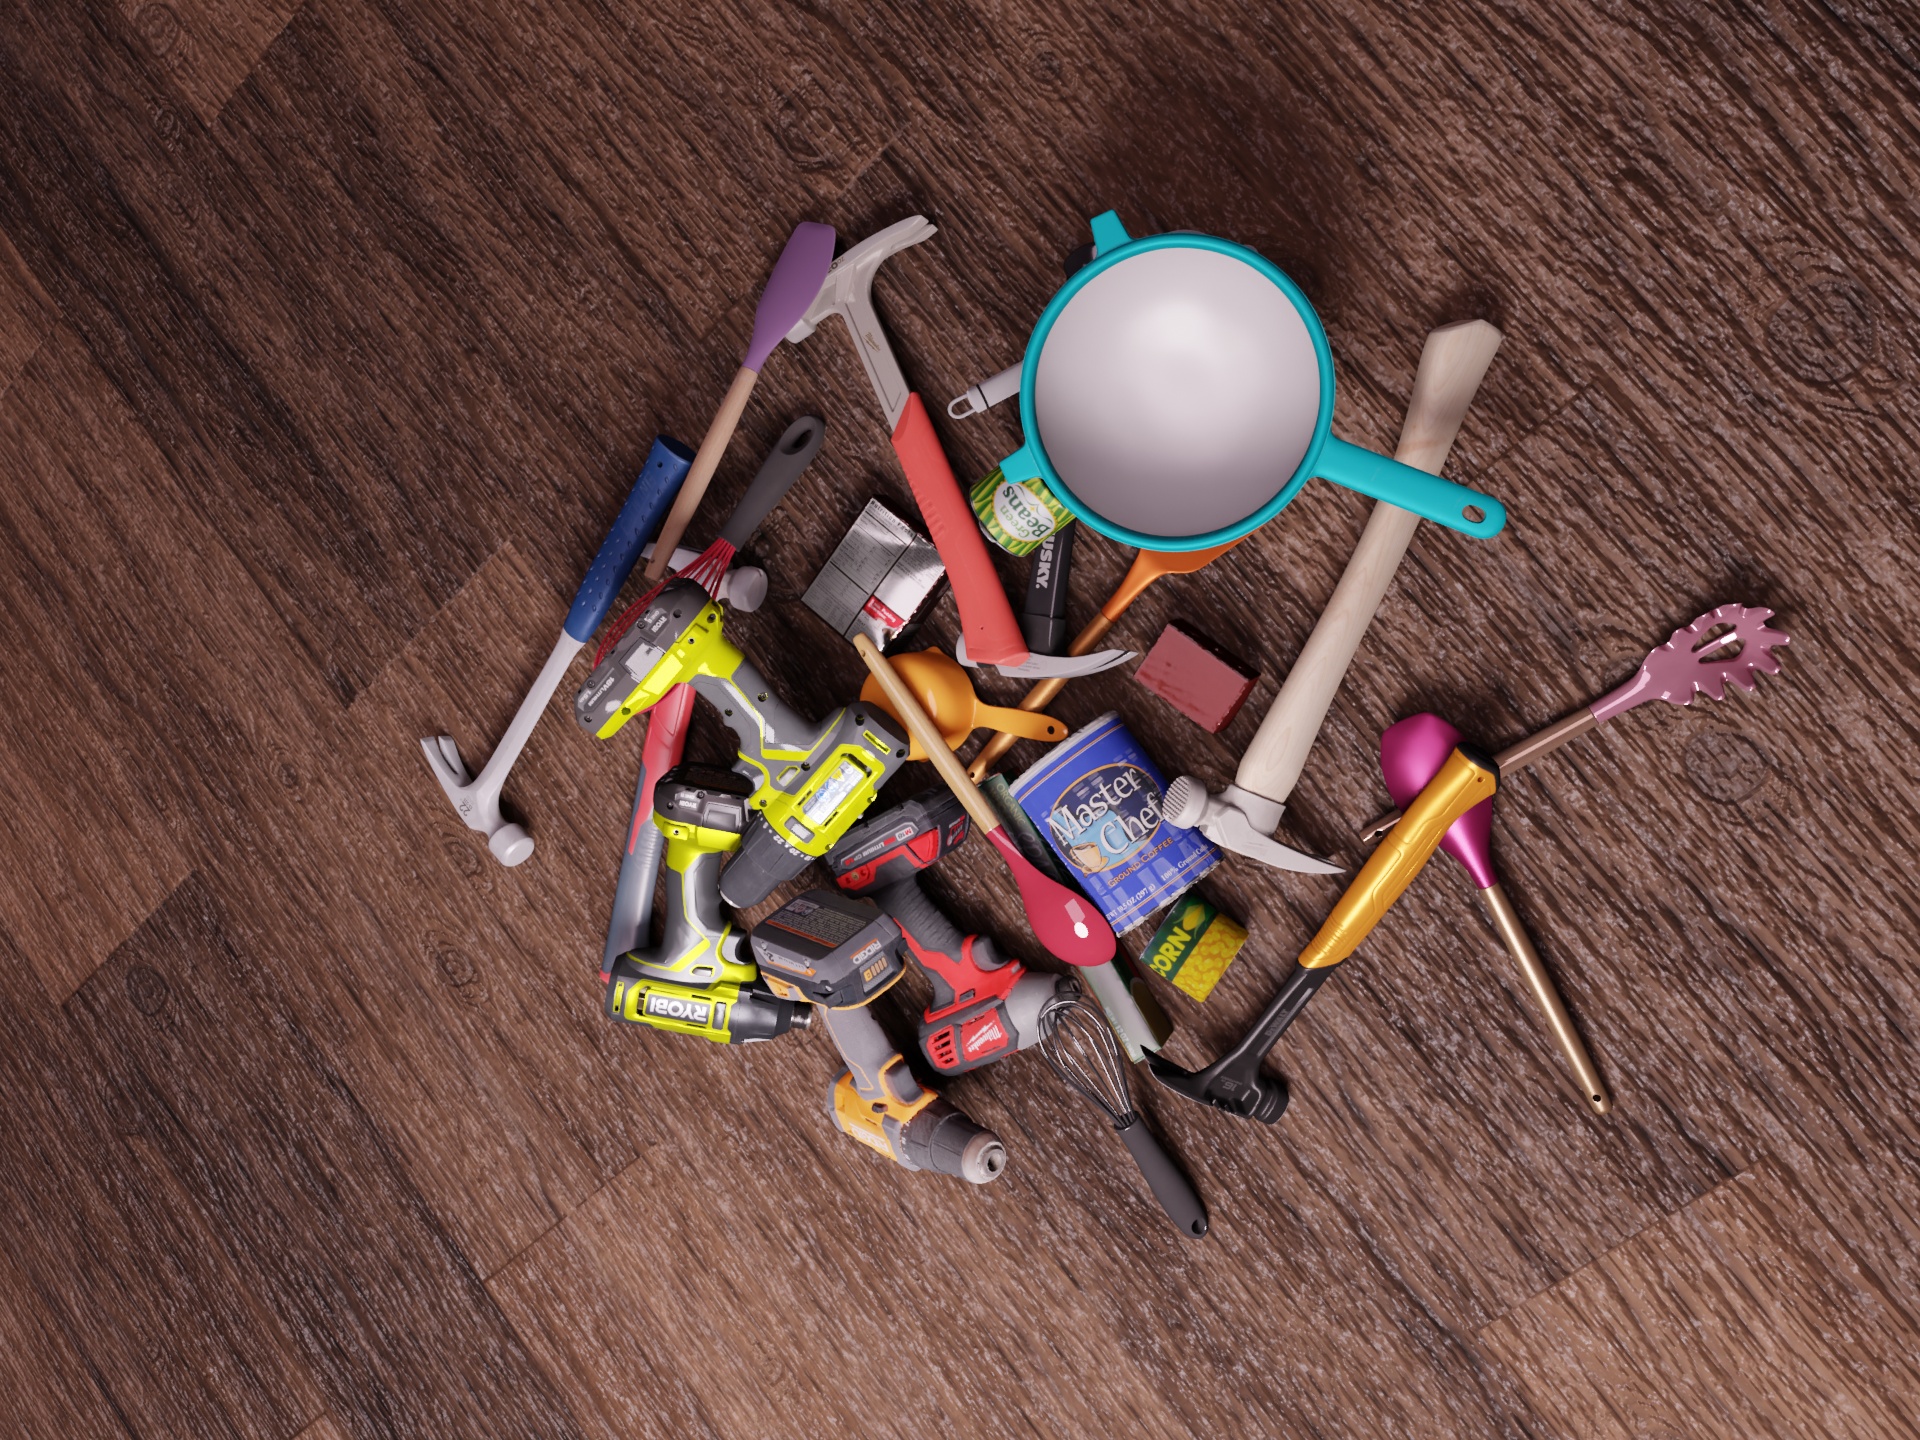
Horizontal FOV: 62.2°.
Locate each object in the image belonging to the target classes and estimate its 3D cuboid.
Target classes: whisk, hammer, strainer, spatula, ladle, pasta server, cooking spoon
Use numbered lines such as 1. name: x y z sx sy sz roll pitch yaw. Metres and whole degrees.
1. whisk: 0.131 0.309 1.231 0.055 0.055 0.239 -27 105 20
2. hammer: 0.085 -0.195 1.210 0.146 0.035 0.335 11 95 35
3. strainer: 0.211 -0.204 1.104 0.340 0.095 0.211 22 107 4
4. strainer: 0.107 -0.283 1.161 0.258 0.050 0.087 -27 100 3
5. whisk: -0.200 -0.128 1.285 0.073 0.073 0.296 34 84 13
6. hammer: -0.338 -0.069 1.357 0.144 0.035 0.405 43 113 20
7. spatula: 0.103 -0.064 1.240 0.081 0.041 0.322 44 112 11
8. hammer: 0.293 -0.088 1.145 0.146 0.038 0.410 22 97 -18
9. hammer: 0.268 0.152 1.149 0.127 0.034 0.336 24 111 -24
10. hammer: -0.273 0.040 1.375 0.143 0.038 0.386 17 101 18
11. ladle: 0.011 0.061 1.216 0.315 0.031 0.069 54 138 7
12. pasta server: 0.423 0.011 1.124 0.316 0.040 0.060 -32 93 21
13. spatula: -0.177 -0.254 1.262 0.060 0.018 0.316 23 86 36
14. cooking spoon: 0.392 0.141 1.145 0.069 0.017 0.319 -27 91 24
15. hammer: -0.021 -0.208 1.232 0.149 0.036 0.359 -28 76 20

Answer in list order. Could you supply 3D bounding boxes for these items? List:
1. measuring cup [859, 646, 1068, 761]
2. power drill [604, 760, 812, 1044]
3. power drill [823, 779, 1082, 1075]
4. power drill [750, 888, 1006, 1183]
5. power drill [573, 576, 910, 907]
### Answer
1. measuring cup: -0.002 -0.004 1.250 0.174 0.052 0.095 12 99 30
2. power drill: -0.194 0.158 1.328 0.171 0.080 0.223 11 103 -4
3. power drill: -0.003 0.166 1.267 0.143 0.078 0.219 -28 89 28
4. power drill: -0.059 0.254 1.233 0.185 0.084 0.226 10 126 50
5. power drill: -0.179 0.020 1.219 0.228 0.080 0.190 40 101 -11
